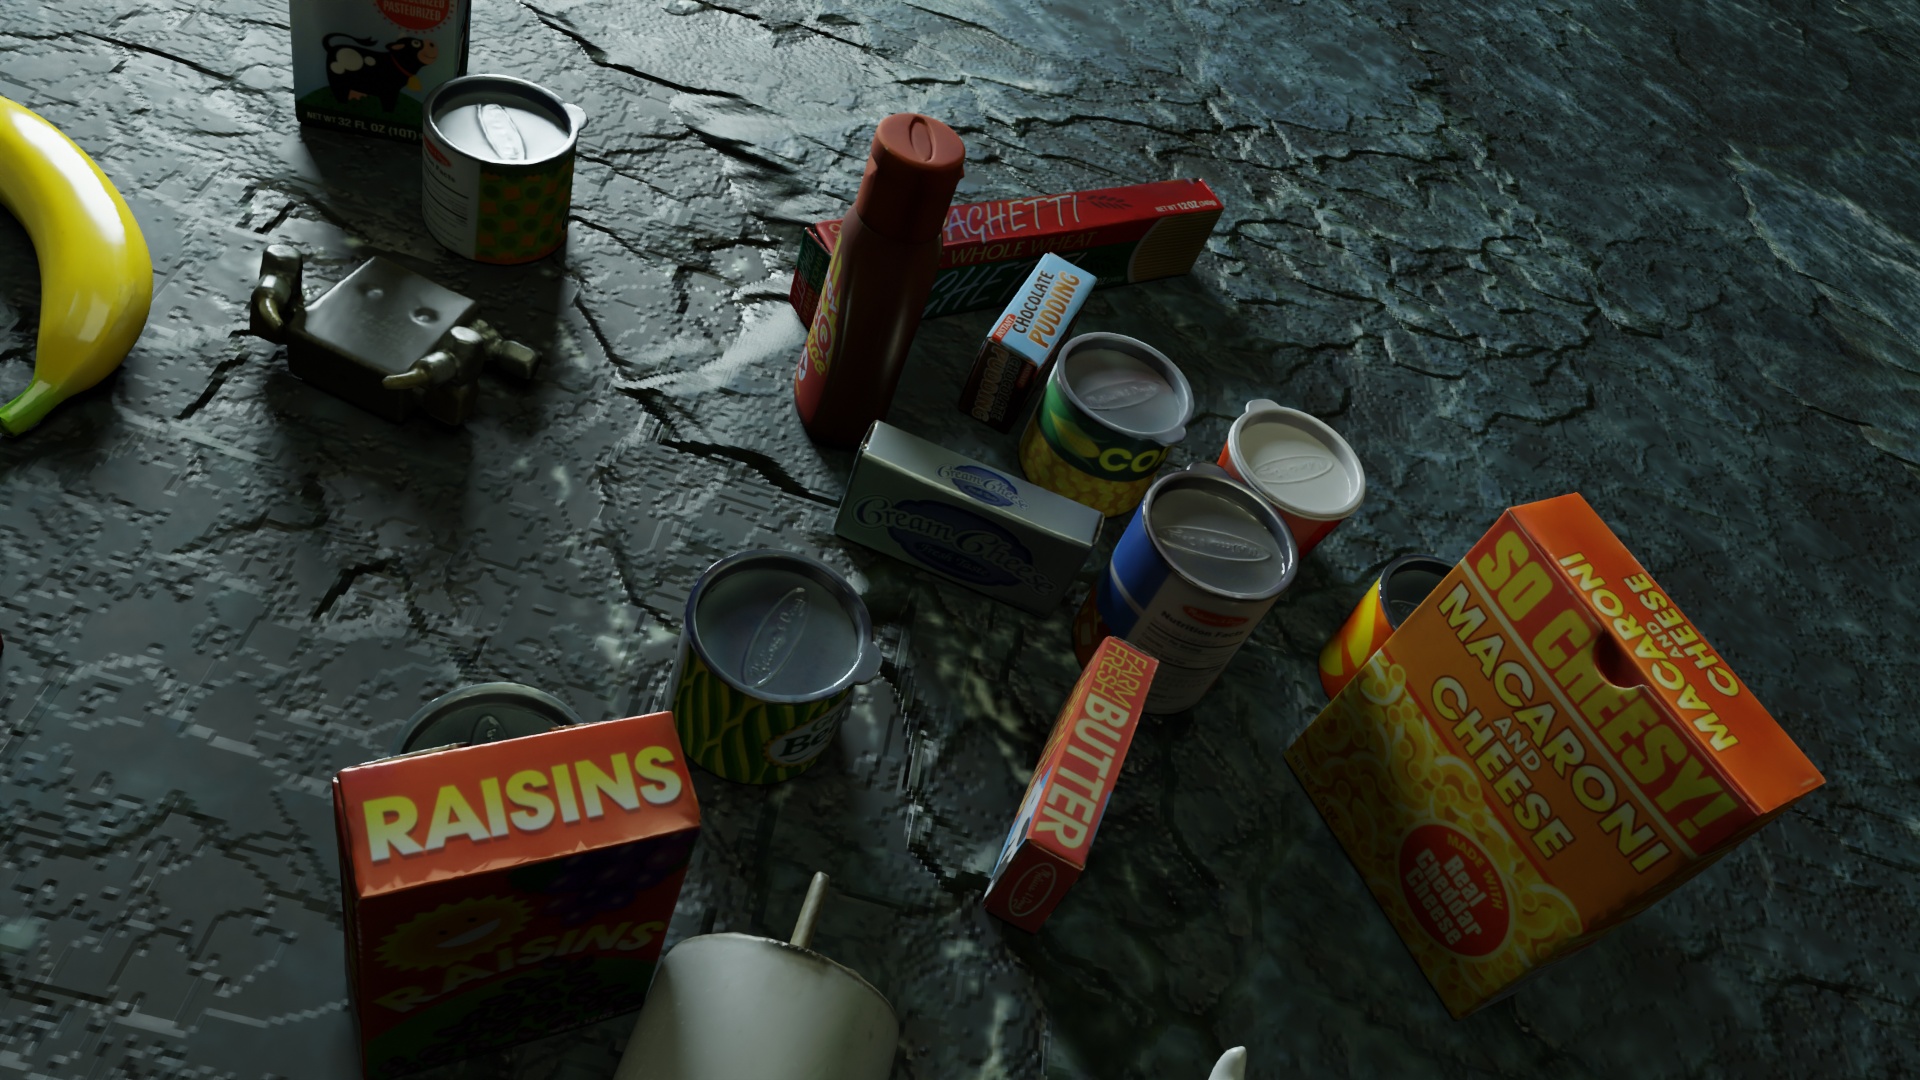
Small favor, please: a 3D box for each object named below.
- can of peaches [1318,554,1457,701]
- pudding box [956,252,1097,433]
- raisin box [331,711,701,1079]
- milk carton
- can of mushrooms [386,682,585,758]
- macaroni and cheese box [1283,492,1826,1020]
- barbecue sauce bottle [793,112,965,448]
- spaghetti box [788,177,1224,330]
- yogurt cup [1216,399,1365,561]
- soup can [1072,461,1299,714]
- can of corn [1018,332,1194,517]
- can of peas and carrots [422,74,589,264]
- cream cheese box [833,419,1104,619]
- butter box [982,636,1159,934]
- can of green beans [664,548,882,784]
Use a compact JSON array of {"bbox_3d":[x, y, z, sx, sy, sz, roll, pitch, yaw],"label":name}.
[{"bbox_3d":[0.199,0.051,0.608,0.071,0.057,0.071,11,48,-13],"label":"can of peaches"},{"bbox_3d":[0.033,-0.097,0.675,0.030,0.049,0.084,29,47,4],"label":"pudding box"},{"bbox_3d":[-0.126,0.101,0.390,0.086,0.122,0.040,-7,54,-27],"label":"raisin box"},{"bbox_3d":[-0.256,-0.279,0.620,0.072,0.189,0.074,6,49,-17],"label":"milk carton"},{"bbox_3d":[-0.151,0.083,0.457,0.071,0.033,0.071,11,48,-13],"label":"can of mushrooms"},{"bbox_3d":[0.201,0.083,0.506,0.040,0.165,0.124,-12,56,-29],"label":"macaroni and cheese box"},{"bbox_3d":[-0.035,-0.109,0.591,0.044,0.147,0.065,7,49,-17],"label":"barbecue sauce bottle"},{"bbox_3d":[0.030,-0.150,0.719,0.251,0.049,0.029,-15,58,-31],"label":"spaghetti box"},{"bbox_3d":[0.147,-0.021,0.652,0.072,0.053,0.073,11,48,-13],"label":"yogurt cup"},{"bbox_3d":[0.090,0.020,0.573,0.071,0.083,0.072,11,48,-13],"label":"soup can"},{"bbox_3d":[0.068,-0.051,0.643,0.071,0.058,0.071,11,48,-13],"label":"can of corn"},{"bbox_3d":[-0.208,-0.169,0.635,0.071,0.058,0.071,11,48,-13],"label":"can of peas and carrots"},{"bbox_3d":[0.002,-0.007,0.583,0.104,0.053,0.024,22,47,-2],"label":"cream cheese box"},{"bbox_3d":[0.042,0.088,0.516,0.024,0.052,0.104,27,47,2],"label":"butter box"},{"bbox_3d":[-0.071,0.046,0.504,0.071,0.057,0.071,11,48,-13],"label":"can of green beans"}]
